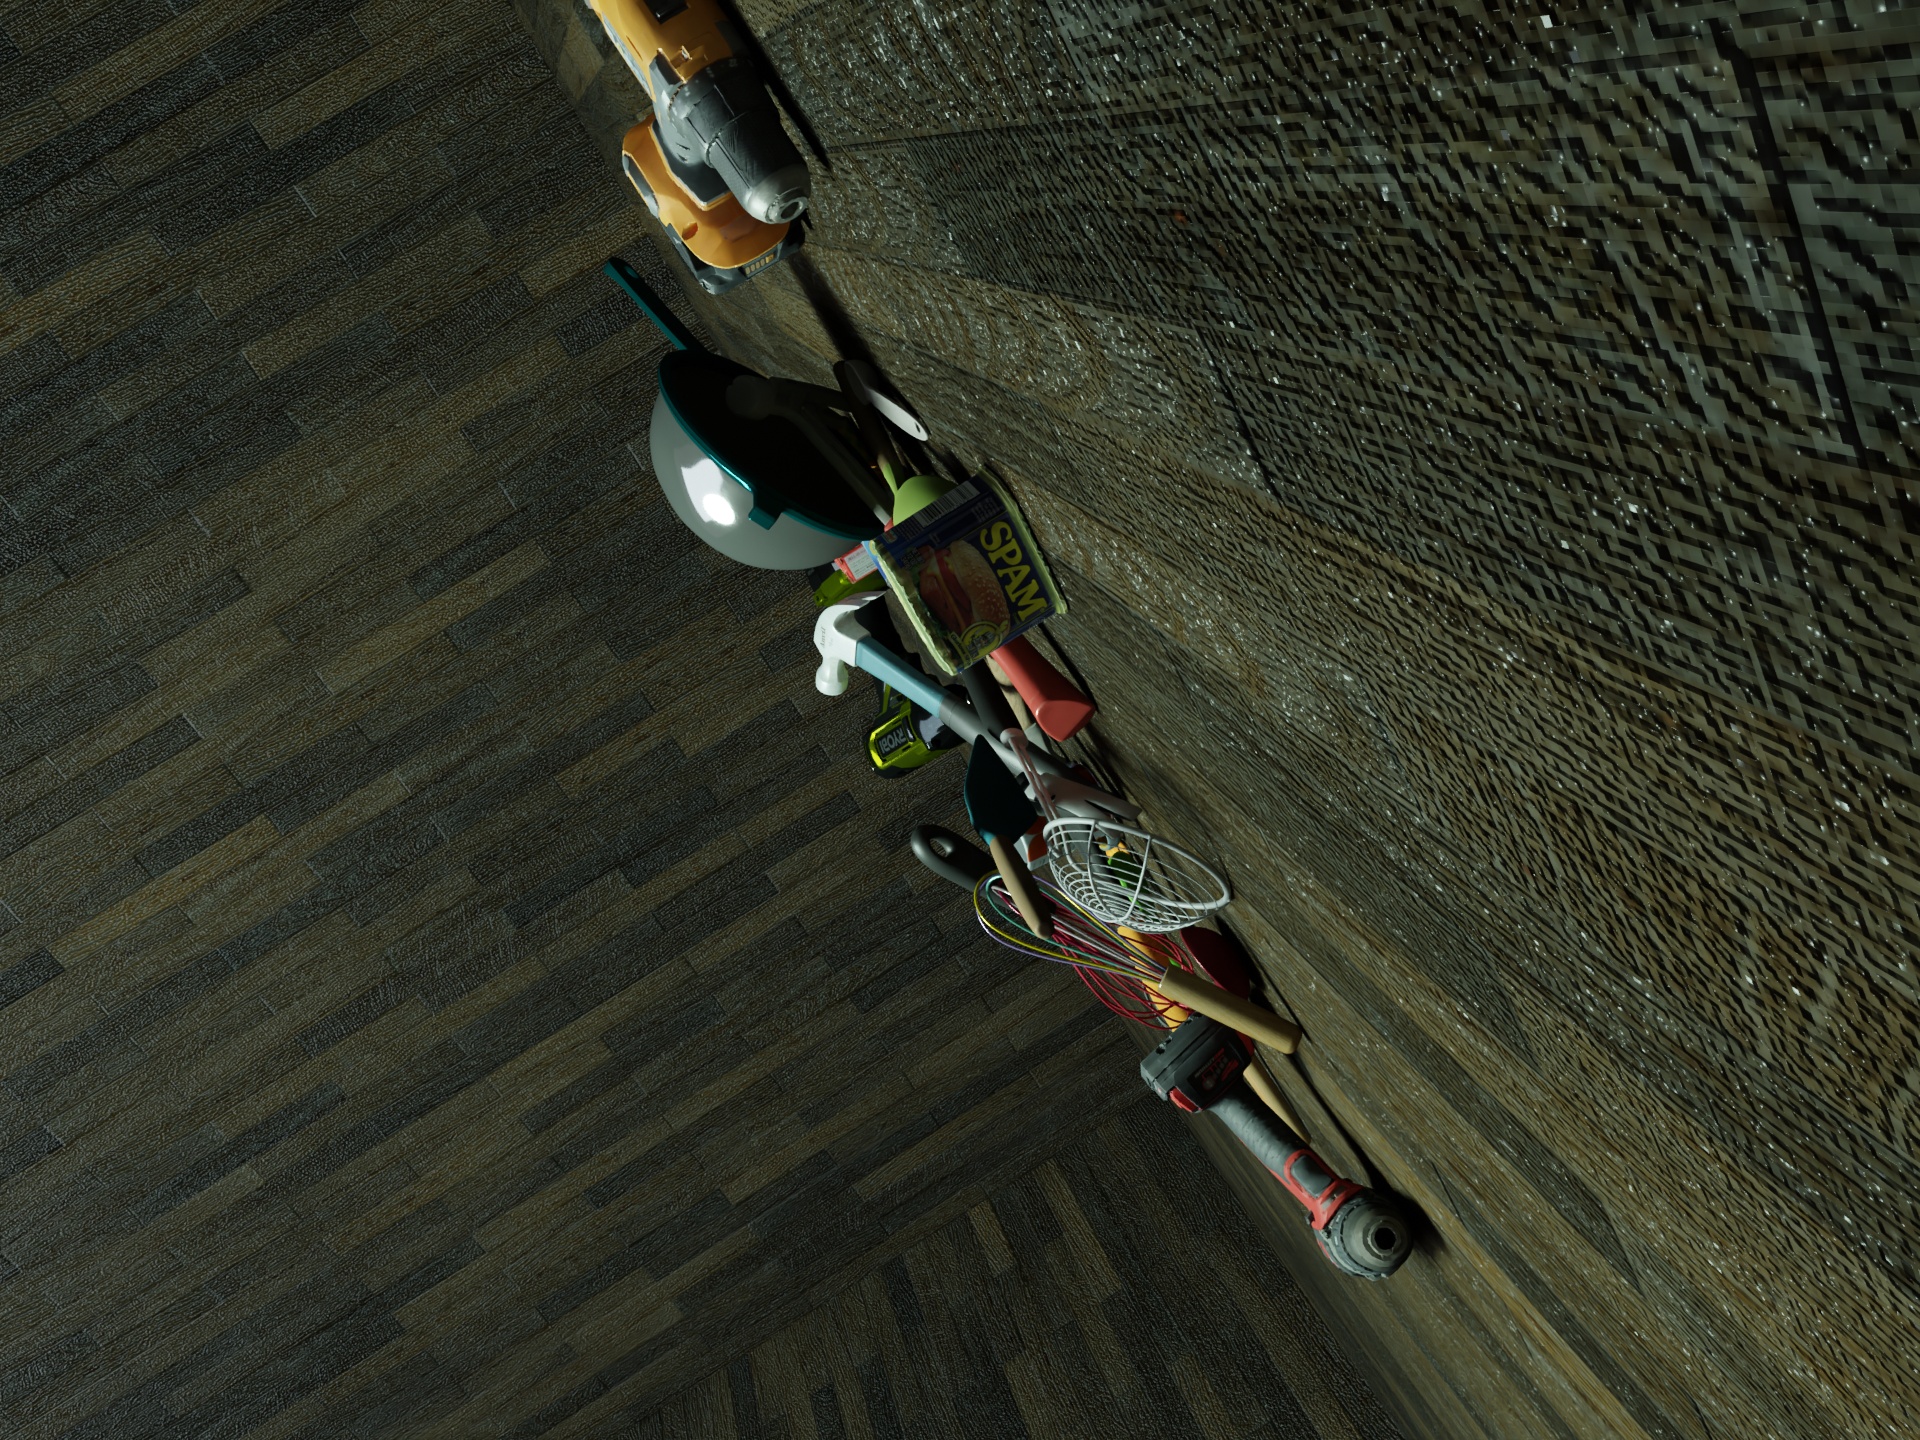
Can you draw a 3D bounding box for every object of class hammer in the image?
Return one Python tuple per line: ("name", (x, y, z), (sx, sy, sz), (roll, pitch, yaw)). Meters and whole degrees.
("hammer", (-0.024, -0.125, 1.169), (0.359, 0.036, 0.149), (49, -156, 20))
("hammer", (0.039, -0.045, 1.360), (0.130, 0.031, 0.331), (56, 176, 21))
("hammer", (0.152, 0.179, 1.308), (0.127, 0.034, 0.336), (17, 144, 50))
("hammer", (-0.002, -0.004, 1.358), (0.331, 0.033, 0.128), (34, 138, 27))

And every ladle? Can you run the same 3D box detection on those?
("ladle", (-0.044, -0.200, 1.159), (0.078, 0.062, 0.321), (60, -177, -39))
("ladle", (0.209, 0.214, 1.258), (0.069, 0.031, 0.315), (52, 177, 23))

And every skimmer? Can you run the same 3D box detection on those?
("skimmer", (0.078, 0.028, 1.143), (0.127, 0.090, 0.364), (37, -165, -33))

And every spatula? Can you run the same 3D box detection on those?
("spatula", (0.039, 0.084, 1.077), (0.082, 0.044, 0.318), (55, -179, -13))

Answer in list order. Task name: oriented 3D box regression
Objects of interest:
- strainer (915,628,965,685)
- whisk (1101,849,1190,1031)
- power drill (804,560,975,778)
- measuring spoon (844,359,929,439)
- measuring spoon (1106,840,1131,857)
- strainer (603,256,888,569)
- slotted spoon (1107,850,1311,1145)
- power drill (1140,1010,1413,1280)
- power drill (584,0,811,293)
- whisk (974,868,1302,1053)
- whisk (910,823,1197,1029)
("strainer", (-0.036, -0.138, 1.555), (0.087, 0.050, 0.258), (-19, -100, -49))
("whisk", (0.168, 0.195, 1.547), (0.239, 0.055, 0.055), (62, 178, 16))
("power drill", (-0.057, -0.072, 1.479), (0.171, 0.080, 0.223), (-31, 76, 55))
("measuring spoon", (-0.048, -0.227, 1.127), (0.124, 0.018, 0.034), (45, 161, 46))
("measuring spoon", (0.147, 0.124, 1.489), (0.021, 0.011, 0.117), (58, 177, 5))
("strainer", (-0.201, -0.227, 1.246), (0.341, 0.095, 0.211), (49, -156, 22))
("slotted spoon", (0.217, 0.252, 1.416), (0.314, 0.031, 0.070), (54, -146, -1))
("power drill", (0.236, 0.310, 1.154), (0.227, 0.080, 0.187), (46, 174, 16))
("power drill", (-0.145, -0.339, 0.948), (0.185, 0.084, 0.226), (56, 172, 7))
("whisk", (0.122, 0.164, 1.100), (0.245, 0.051, 0.047), (25, -147, 9))
("whisk", (0.077, 0.153, 1.187), (0.295, 0.073, 0.073), (34, -171, -27))
